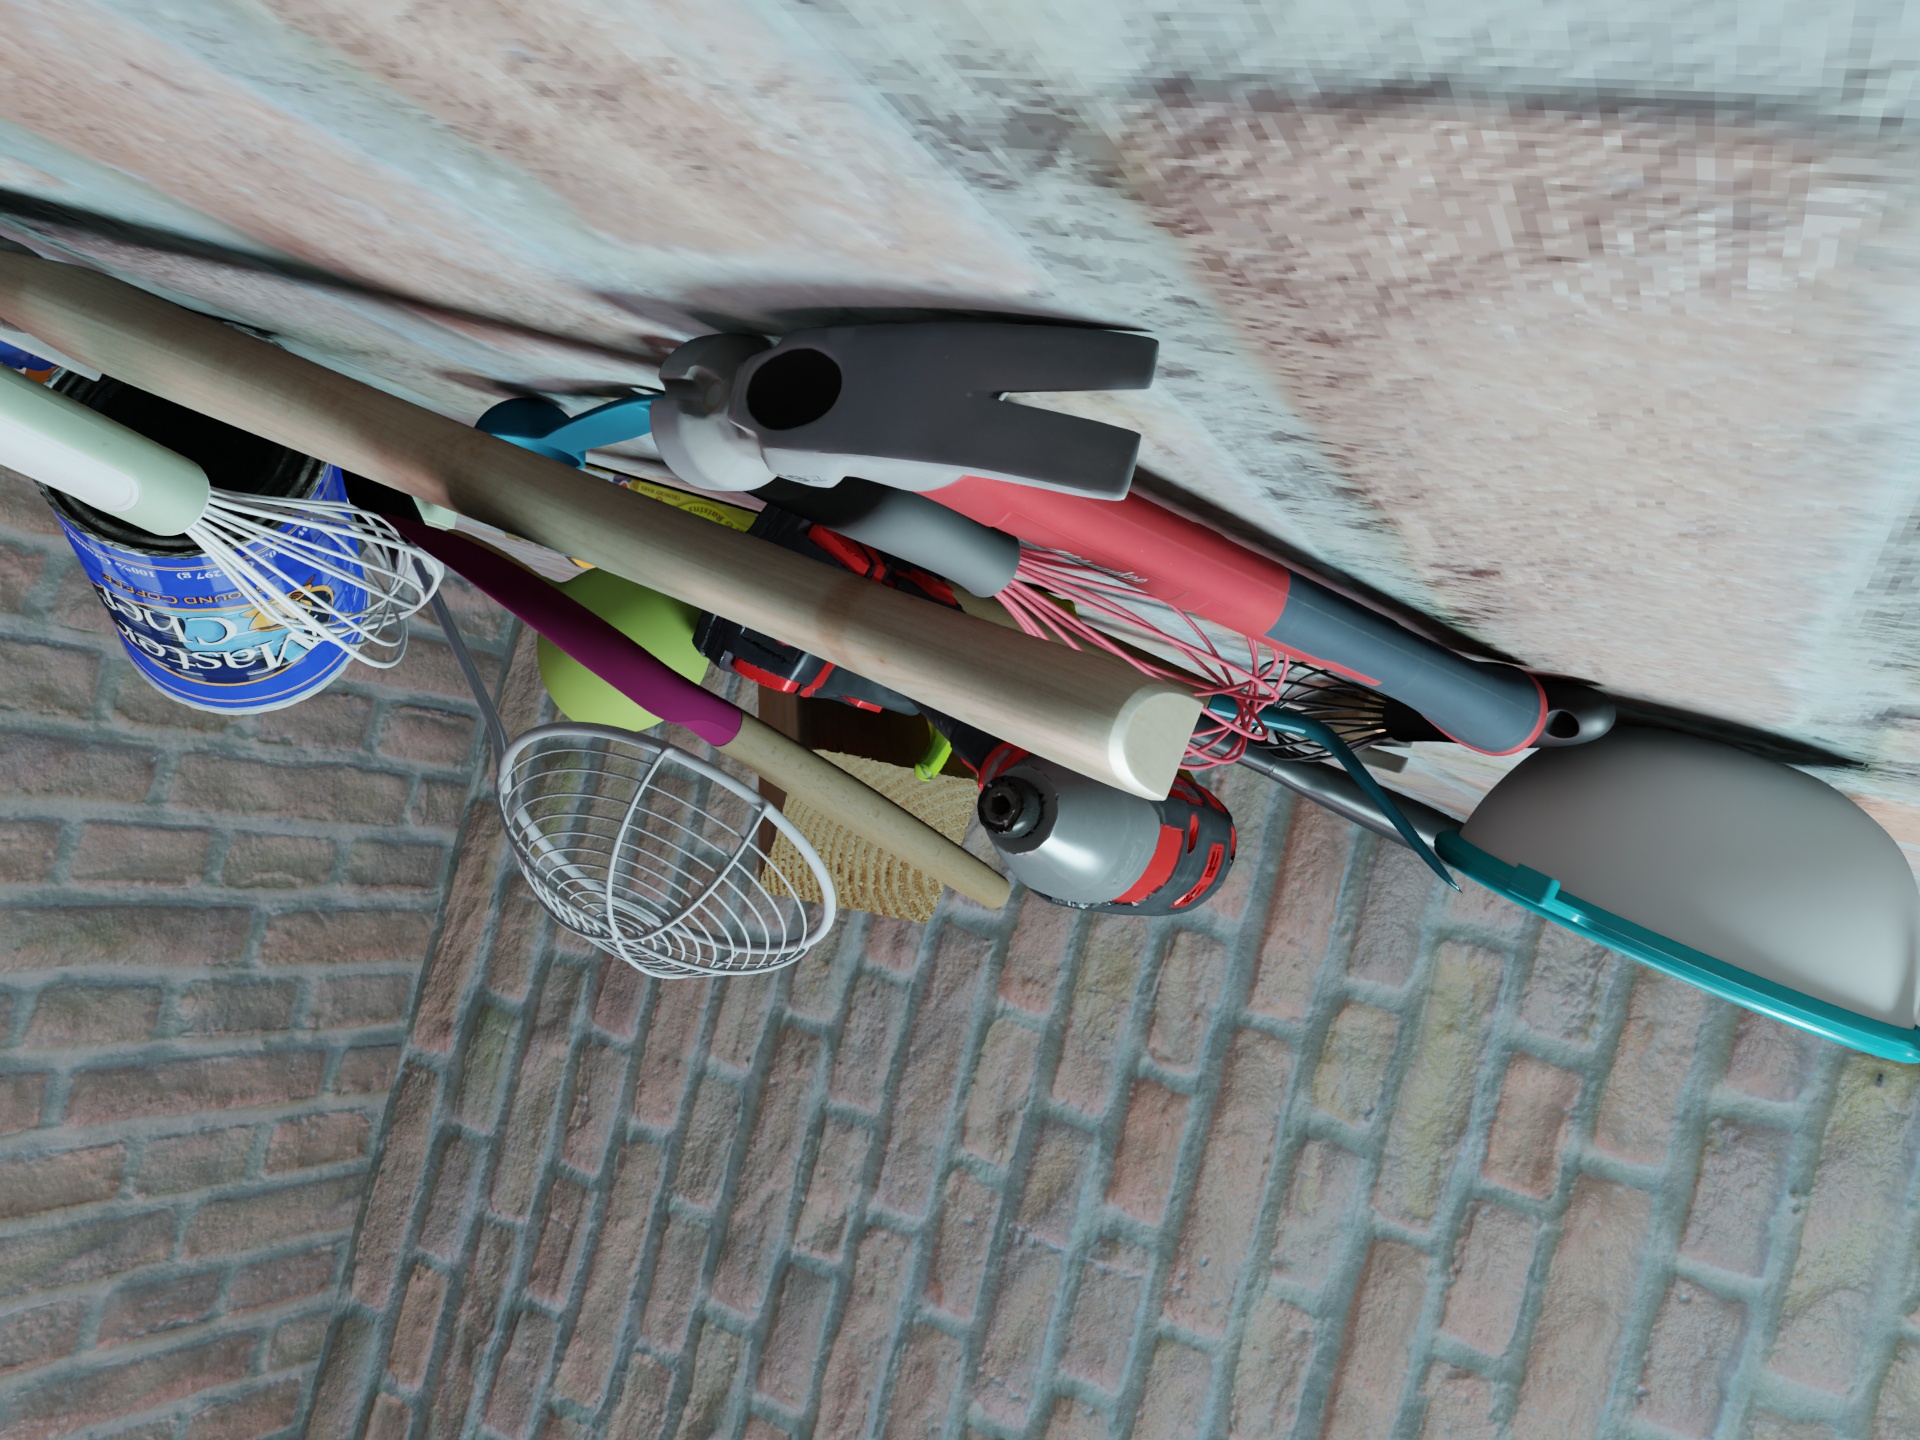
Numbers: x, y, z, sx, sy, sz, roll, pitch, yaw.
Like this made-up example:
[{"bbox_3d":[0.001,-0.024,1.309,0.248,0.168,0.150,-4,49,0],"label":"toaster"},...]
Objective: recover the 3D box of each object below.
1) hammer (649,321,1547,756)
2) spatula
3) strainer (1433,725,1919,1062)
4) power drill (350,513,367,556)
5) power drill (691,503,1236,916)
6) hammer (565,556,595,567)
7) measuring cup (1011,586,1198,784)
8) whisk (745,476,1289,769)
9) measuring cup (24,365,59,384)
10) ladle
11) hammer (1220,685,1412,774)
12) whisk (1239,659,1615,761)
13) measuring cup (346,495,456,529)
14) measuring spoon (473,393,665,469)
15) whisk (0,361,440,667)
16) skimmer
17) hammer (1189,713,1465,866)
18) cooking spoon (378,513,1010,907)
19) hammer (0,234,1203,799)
[{"bbox_3d":[0.102,-0.035,0.478,0.143,0.038,0.386,12,177,43],"label":"hammer"},{"bbox_3d":[0.087,-0.010,0.730,0.317,0.044,0.082,25,-175,11],"label":"spatula"},{"bbox_3d":[0.329,0.050,0.751,0.211,0.095,0.340,22,-172,3],"label":"strainer"},{"bbox_3d":[-0.514,-0.167,1.087,0.190,0.080,0.229,15,-178,-41],"label":"power drill"},{"bbox_3d":[-0.001,-0.002,0.639,0.220,0.078,0.143,39,-167,32],"label":"power drill"},{"bbox_3d":[-0.080,-0.062,0.975,0.336,0.034,0.127,21,145,-10],"label":"hammer"},{"bbox_3d":[0.060,-0.009,0.768,0.157,0.062,0.029,47,-167,32],"label":"measuring cup"},{"bbox_3d":[0.022,-0.044,0.525,0.073,0.073,0.295,14,173,45],"label":"whisk"},{"bbox_3d":[-0.359,-0.144,0.736,0.095,0.052,0.173,14,-179,-2],"label":"measuring cup"},{"bbox_3d":[-0.209,-0.062,0.794,0.062,0.078,0.320,39,172,-32],"label":"ladle"},{"bbox_3d":[0.230,0.001,0.957,0.130,0.031,0.331,15,179,4],"label":"hammer"},{"bbox_3d":[0.202,-0.005,0.724,0.055,0.055,0.239,15,174,-24],"label":"whisk"},{"bbox_3d":[-0.382,-0.155,0.949,0.167,0.038,0.083,17,179,-10],"label":"measuring cup"},{"bbox_3d":[-0.131,-0.109,0.556,0.042,0.021,0.129,15,170,-39],"label":"measuring spoon"},{"bbox_3d":[-0.238,-0.065,0.491,0.058,0.059,0.246,-18,166,8],"label":"whisk"},{"bbox_3d":[-0.170,-0.038,0.636,0.364,0.090,0.127,52,161,36],"label":"skimmer"},{"bbox_3d":[0.188,0.029,0.892,0.334,0.035,0.146,24,-171,-10],"label":"hammer"},{"bbox_3d":[-0.063,0.011,0.531,0.069,0.017,0.318,32,176,39],"label":"cooking spoon"},{"bbox_3d":[-0.128,-0.067,0.468,0.410,0.038,0.146,22,179,5],"label":"hammer"}]
